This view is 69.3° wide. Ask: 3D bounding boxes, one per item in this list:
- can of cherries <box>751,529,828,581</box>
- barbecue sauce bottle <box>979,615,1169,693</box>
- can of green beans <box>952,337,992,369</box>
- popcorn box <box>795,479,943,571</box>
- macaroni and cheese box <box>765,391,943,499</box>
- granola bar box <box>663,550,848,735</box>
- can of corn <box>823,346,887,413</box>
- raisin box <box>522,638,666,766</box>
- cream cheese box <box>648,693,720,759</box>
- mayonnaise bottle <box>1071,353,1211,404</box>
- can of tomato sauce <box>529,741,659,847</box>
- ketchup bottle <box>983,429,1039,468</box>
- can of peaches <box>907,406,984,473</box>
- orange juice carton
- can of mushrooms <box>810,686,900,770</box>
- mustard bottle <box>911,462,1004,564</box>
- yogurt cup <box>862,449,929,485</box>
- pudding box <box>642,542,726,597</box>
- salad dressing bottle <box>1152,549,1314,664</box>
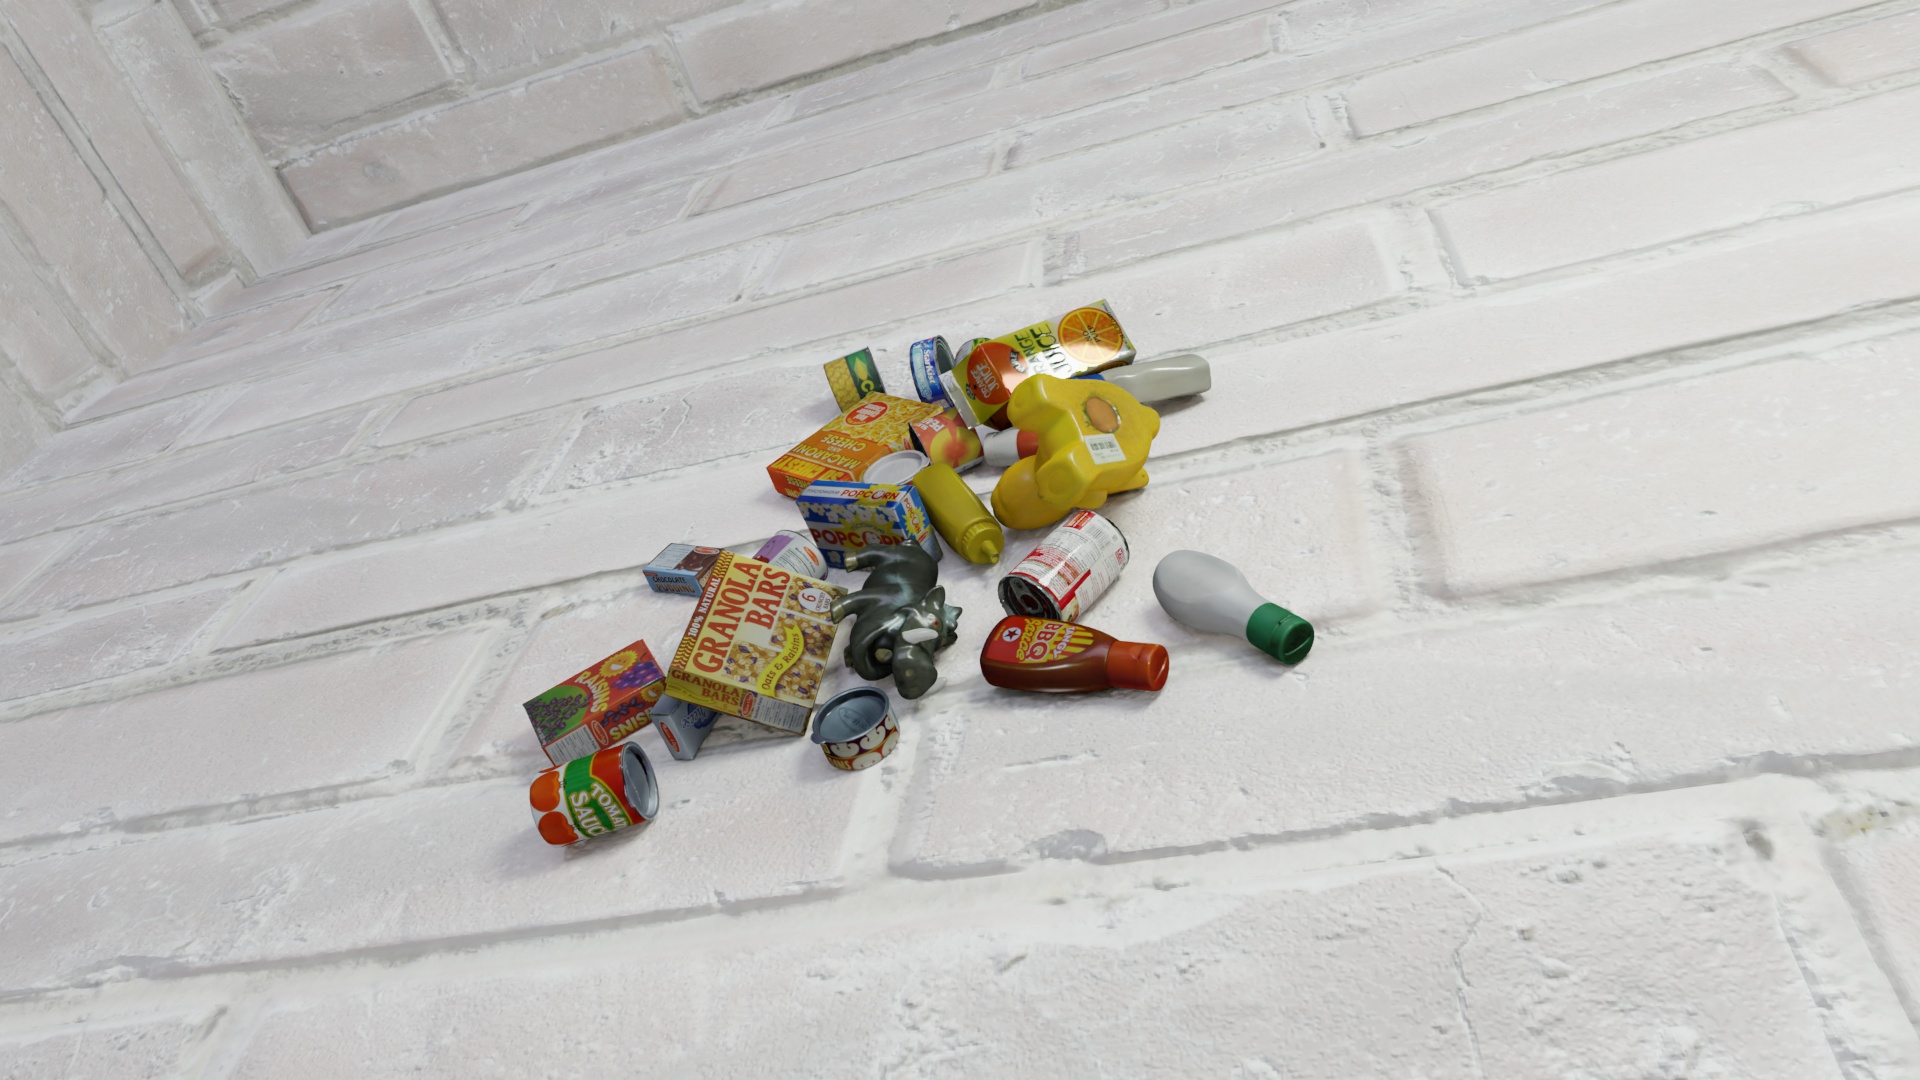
[{"bbox_3d":[-0.171,0.034,1.333,0.071,0.071,0.059,5,40,37],"label":"can of cherries"},{"bbox_3d":[0.091,0.094,1.100,0.148,0.043,0.065,4,42,35],"label":"barbecue sauce bottle"},{"bbox_3d":[0.024,-0.185,1.557,0.071,0.071,0.058,-12,33,15],"label":"can of green beans"},{"bbox_3d":[-0.089,-0.013,1.334,0.126,0.085,0.038,5,40,36],"label":"popcorn box"},{"bbox_3d":[-0.111,-0.098,1.527,0.167,0.040,0.124,-39,35,-28],"label":"macaroni and cheese box"},{"bbox_3d":[-0.175,0.087,1.217,0.124,0.038,0.166,17,35,-4],"label":"granola bar box"},{"bbox_3d":[-0.124,-0.189,1.654,0.058,0.071,0.071,-21,31,1],"label":"can of corn"},{"bbox_3d":[-0.328,0.149,1.269,0.124,0.040,0.086,-30,31,-15],"label":"raisin box"},{"bbox_3d":[-0.231,0.137,1.215,0.024,0.053,0.104,-4,35,24],"label":"cream cheese box"},{"bbox_3d":[0.176,-0.158,1.410,0.148,0.041,0.065,-13,15,-16],"label":"mayonnaise bottle"},{"bbox_3d":[-0.298,0.209,1.131,0.083,0.071,0.071,-18,31,6],"label":"can of tomato sauce"},{"bbox_3d":[0.097,-0.098,1.398,0.148,0.043,0.065,-6,25,25],"label":"ketchup bottle"},{"bbox_3d":[-0.015,-0.102,1.445,0.058,0.071,0.071,-25,31,-8],"label":"can of peaches"},{"bbox_3d":[0.078,-0.175,1.439,0.193,0.072,0.072,-22,71,-16],"label":"orange juice carton"},{"bbox_3d":[-0.086,0.153,1.123,0.071,0.033,0.071,-15,32,9],"label":"can of mushrooms"},{"bbox_3d":[0.005,-0.016,1.311,0.049,0.065,0.161,-32,38,-7],"label":"mustard bottle"},{"bbox_3d":[-0.059,-0.052,1.408,0.072,0.053,0.073,-15,31,10],"label":"yogurt cup"},{"bbox_3d":[-0.282,0.030,1.437,0.083,0.030,0.050,5,38,36],"label":"pudding box"},{"bbox_3d":[0.213,0.052,1.093,0.064,0.043,0.148,-31,33,-19],"label":"salad dressing bottle"}]
